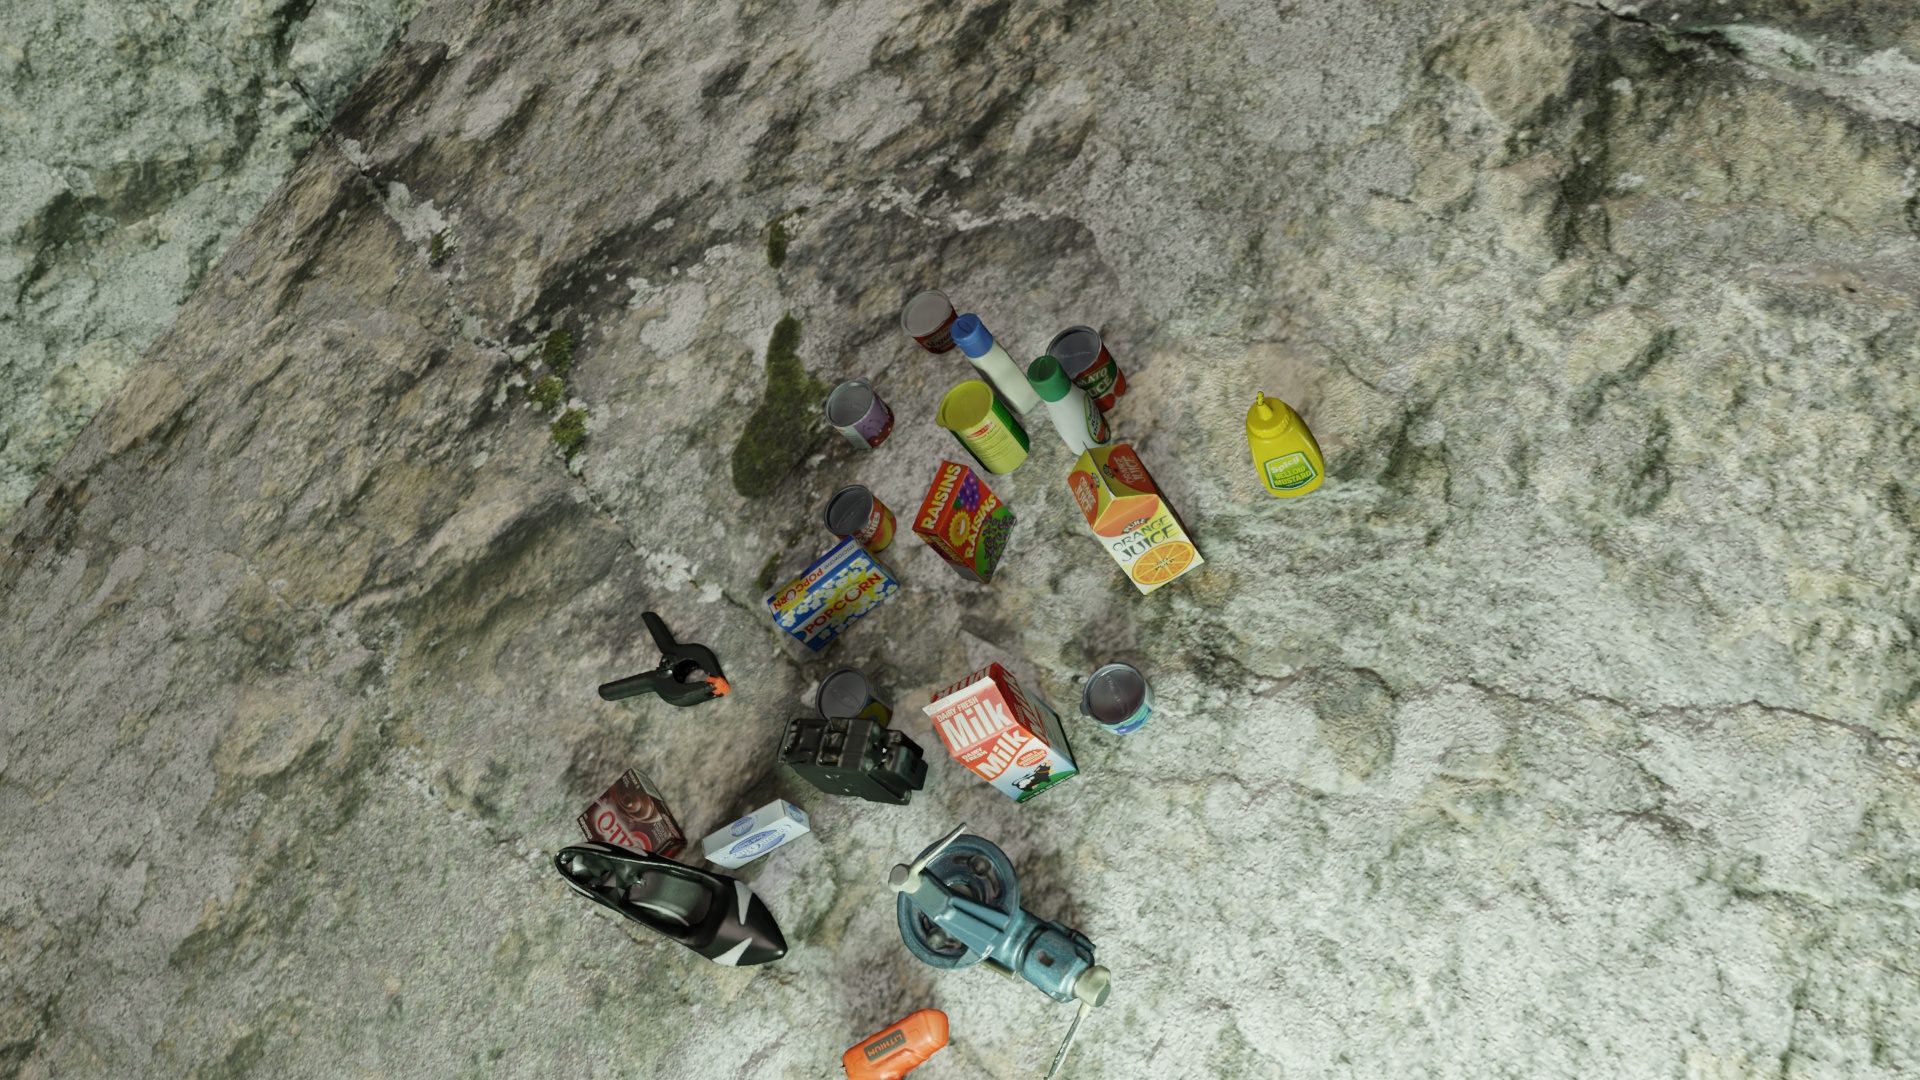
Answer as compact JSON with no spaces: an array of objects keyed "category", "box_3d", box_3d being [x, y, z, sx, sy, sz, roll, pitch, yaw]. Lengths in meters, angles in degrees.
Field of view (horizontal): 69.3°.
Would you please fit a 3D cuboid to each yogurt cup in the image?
[{"category":"yogurt cup","box_3d":[-0.032,-0.266,1.708,0.072,0.054,0.073,-13,58,22]}]

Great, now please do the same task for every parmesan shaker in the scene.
[{"category":"parmesan shaker","box_3d":[0.026,-0.125,1.564,0.071,0.103,0.071,-13,58,22]}]

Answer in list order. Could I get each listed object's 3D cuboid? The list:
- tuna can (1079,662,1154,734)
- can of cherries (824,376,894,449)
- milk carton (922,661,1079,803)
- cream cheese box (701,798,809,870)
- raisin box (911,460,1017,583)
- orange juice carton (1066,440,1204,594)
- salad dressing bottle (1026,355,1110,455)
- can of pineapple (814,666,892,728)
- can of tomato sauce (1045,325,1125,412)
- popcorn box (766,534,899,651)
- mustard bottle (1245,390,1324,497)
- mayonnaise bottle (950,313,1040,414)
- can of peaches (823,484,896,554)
[{"category":"tuna can","box_3d":[0.155,0.158,1.374,0.071,0.032,0.071,-13,58,22]},{"category":"can of cherries","box_3d":[-0.120,-0.155,1.690,0.071,0.058,0.072,-13,58,22]},{"category":"milk carton","box_3d":[0.037,0.179,1.327,0.072,0.190,0.074,-29,53,12]},{"category":"cream cheese box","box_3d":[-0.217,0.313,1.478,0.103,0.053,0.024,-29,53,12]},{"category":"raisin box","box_3d":[0.005,-0.019,1.501,0.040,0.123,0.086,14,71,34]},{"category":"orange juice carton","box_3d":[0.168,-0.028,1.372,0.073,0.192,0.072,-31,53,11]},{"category":"salad dressing bottle","box_3d":[0.117,-0.145,1.496,0.044,0.147,0.064,-10,59,24]},{"category":"can of pineapple","box_3d":[-0.116,0.178,1.497,0.071,0.057,0.071,-13,58,22]},{"category":"can of tomato sauce","box_3d":[0.141,-0.188,1.549,0.071,0.083,0.071,-13,58,22]},{"category":"popcorn box","box_3d":[-0.143,0.060,1.562,0.126,0.085,0.038,-38,52,5]},{"category":"mustard bottle","box_3d":[0.310,-0.098,1.354,0.065,0.160,0.049,-19,56,19]},{"category":"mayonnaise bottle","box_3d":[0.037,-0.201,1.572,0.041,0.147,0.065,-45,51,0]},{"category":"can of peaches","box_3d":[-0.115,-0.021,1.611,0.071,0.058,0.071,-13,58,22]}]
